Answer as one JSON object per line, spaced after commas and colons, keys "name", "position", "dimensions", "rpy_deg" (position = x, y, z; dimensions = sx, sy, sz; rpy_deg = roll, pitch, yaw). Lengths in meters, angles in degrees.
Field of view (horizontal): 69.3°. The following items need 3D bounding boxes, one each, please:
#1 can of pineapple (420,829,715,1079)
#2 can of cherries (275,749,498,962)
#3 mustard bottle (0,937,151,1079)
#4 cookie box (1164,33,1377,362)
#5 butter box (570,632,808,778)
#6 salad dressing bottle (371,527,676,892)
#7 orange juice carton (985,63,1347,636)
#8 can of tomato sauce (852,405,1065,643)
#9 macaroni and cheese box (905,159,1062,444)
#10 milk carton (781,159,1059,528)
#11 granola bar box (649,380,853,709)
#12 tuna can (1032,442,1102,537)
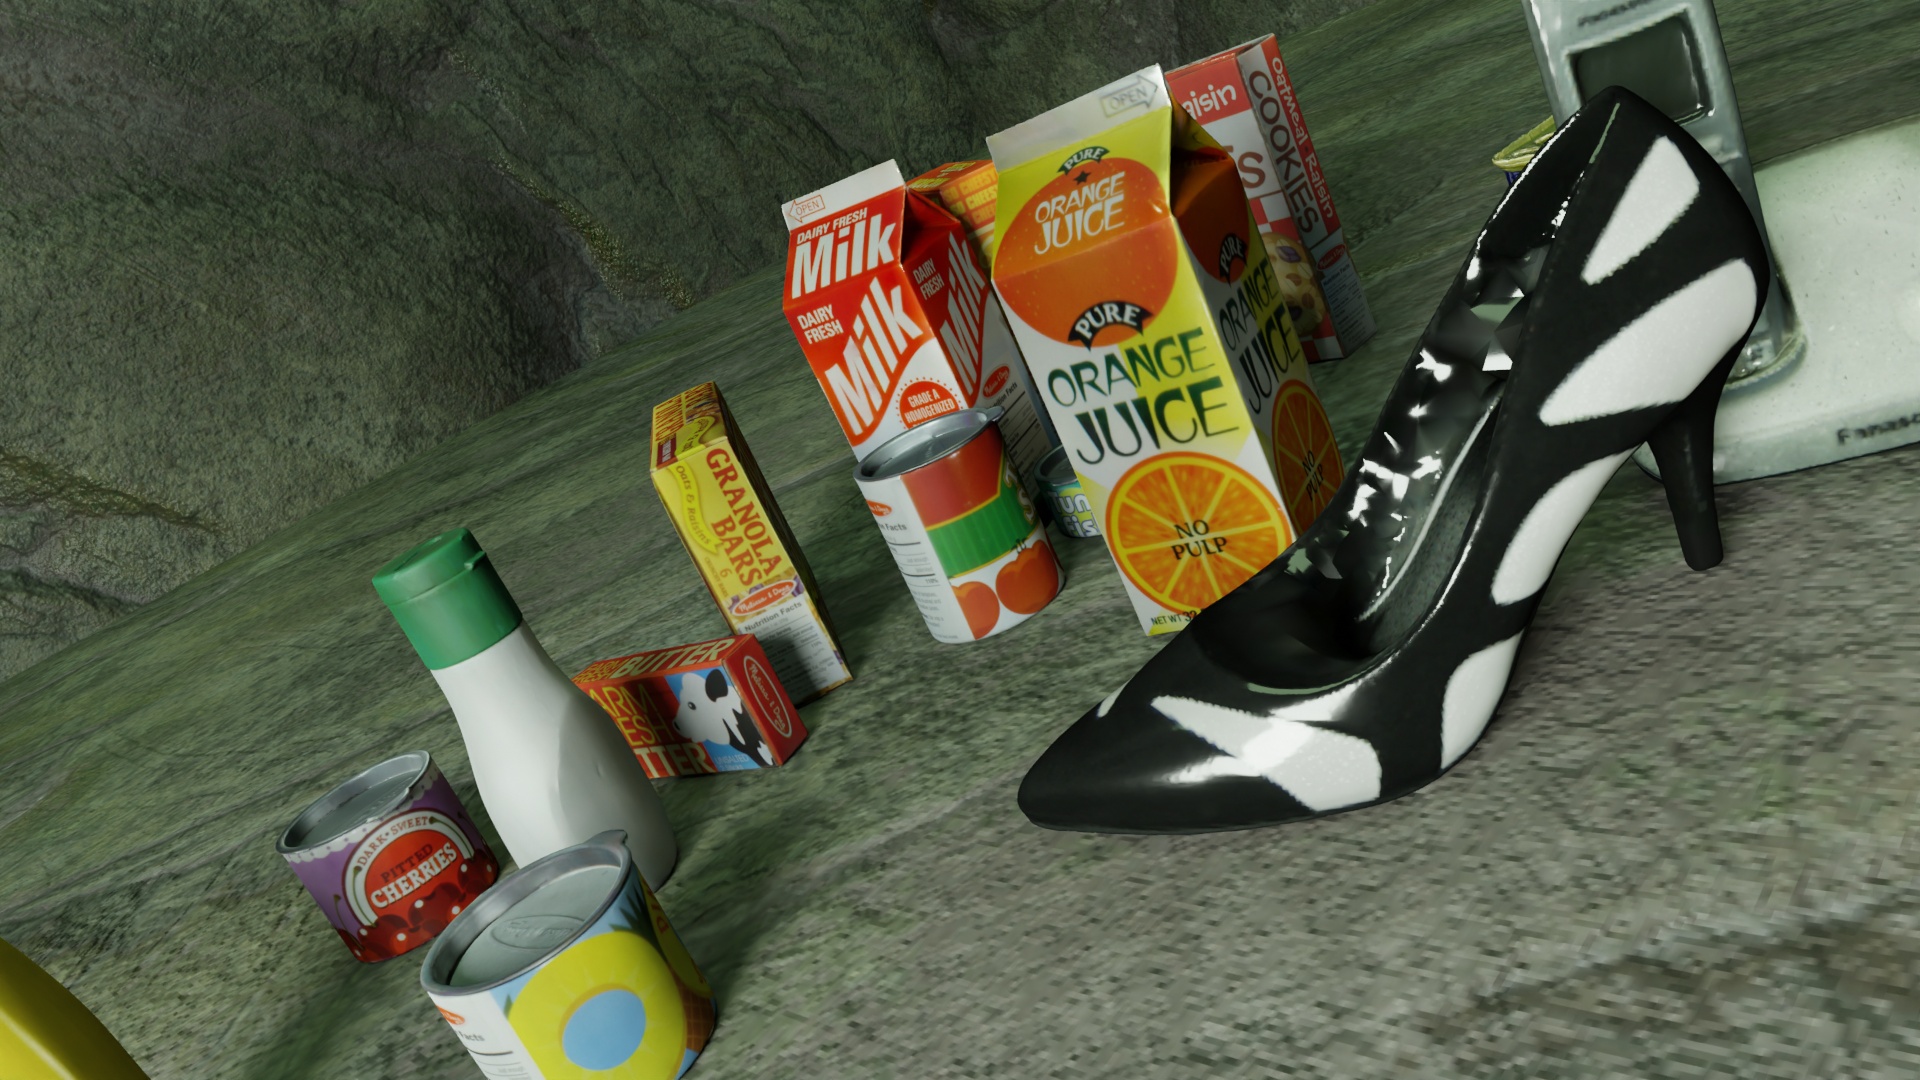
{"name": "can of pineapple", "position": [-0.112, 0.131, 0.410], "dimensions": [0.071, 0.057, 0.071], "rpy_deg": [-22, 18, 8]}
{"name": "can of cherries", "position": [-0.232, 0.129, 0.568], "dimensions": [0.071, 0.058, 0.072], "rpy_deg": [-22, 18, 8]}
{"name": "mustard bottle", "position": [-0.282, 0.155, 0.396], "dimensions": [0.065, 0.159, 0.049], "rpy_deg": [-29, 18, -12]}
{"name": "cookie box", "position": [0.139, -0.173, 0.755], "dimensions": [0.040, 0.167, 0.123], "rpy_deg": [-38, 22, -34]}
{"name": "butter box", "position": [-0.118, 0.072, 0.587], "dimensions": [0.103, 0.053, 0.024], "rpy_deg": [-12, 22, 35]}
{"name": "salad dressing bottle", "position": [-0.155, 0.067, 0.499], "dimensions": [0.044, 0.147, 0.064], "rpy_deg": [-19, 19, 17]}
{"name": "orange juice carton", "position": [0.075, -0.067, 0.501], "dimensions": [0.071, 0.192, 0.073], "rpy_deg": [-13, 22, 34]}
{"name": "can of tomato sauce", "position": [0.002, -0.008, 0.606], "dimensions": [0.071, 0.083, 0.071], "rpy_deg": [-22, 18, 8]}
{"name": "macaroni and cheese box", "position": [0.022, -0.126, 0.774], "dimensions": [0.040, 0.166, 0.124], "rpy_deg": [-27, 18, -6]}
{"name": "milk carton", "position": [-0.020, -0.087, 0.683], "dimensions": [0.072, 0.190, 0.074], "rpy_deg": [-14, 21, 31]}
{"name": "granola bar box", "position": [-0.104, -0.003, 0.665], "dimensions": [0.039, 0.124, 0.166], "rpy_deg": [-26, 18, -4]}
{"name": "tuna can", "position": [0.070, -0.030, 0.661], "dimensions": [0.071, 0.032, 0.071], "rpy_deg": [-22, 18, 8]}
